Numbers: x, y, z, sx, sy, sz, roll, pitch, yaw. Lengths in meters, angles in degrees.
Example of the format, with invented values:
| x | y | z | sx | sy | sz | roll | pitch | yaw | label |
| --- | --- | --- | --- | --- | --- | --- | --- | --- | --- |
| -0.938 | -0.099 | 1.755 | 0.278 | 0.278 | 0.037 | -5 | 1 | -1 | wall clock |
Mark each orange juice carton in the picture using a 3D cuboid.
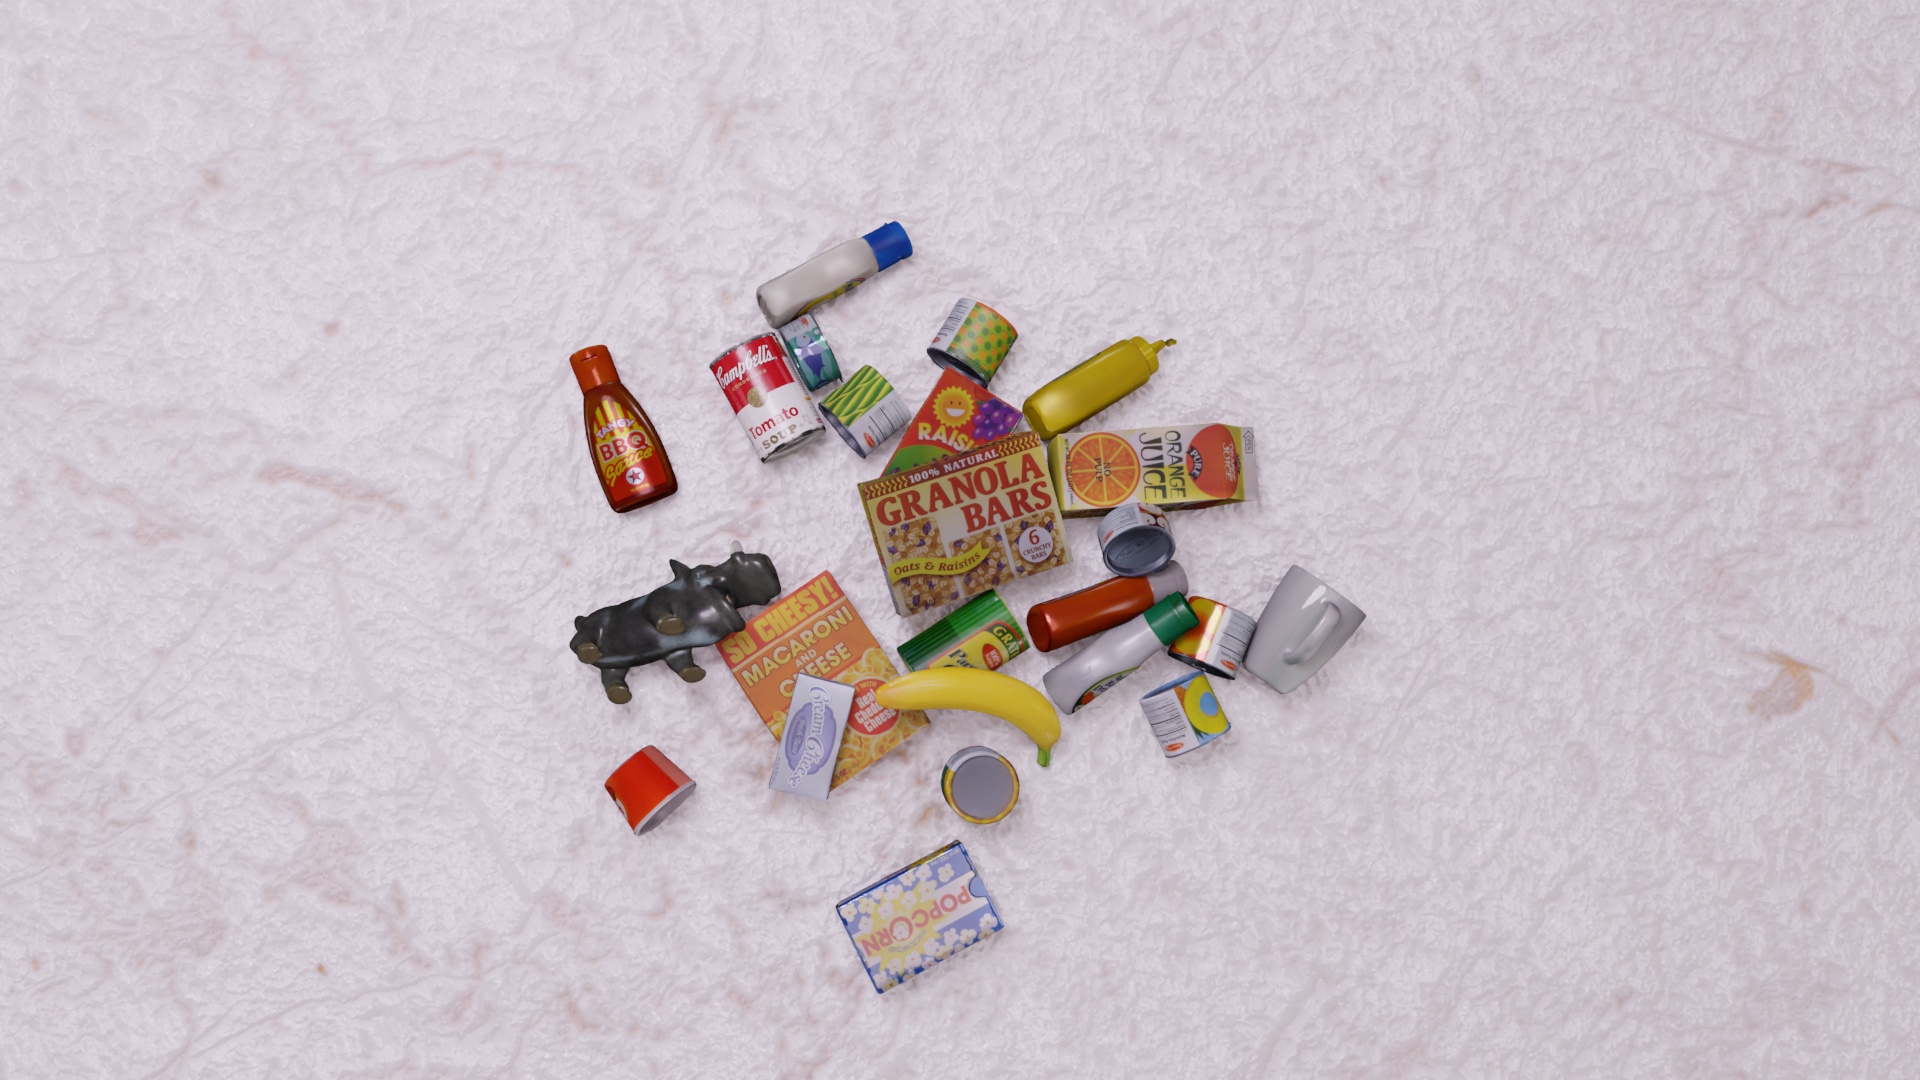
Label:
| x | y | z | sx | sy | sz | roll | pitch | yaw | label |
| --- | --- | --- | --- | --- | --- | --- | --- | --- | --- |
| 0.181 | -0.064 | 1.283 | 0.193 | 0.073 | 0.072 | -4 | 84 | -6 | orange juice carton |

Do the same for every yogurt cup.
| x | y | z | sx | sy | sz | roll | pitch | yaw | label |
| --- | --- | --- | --- | --- | --- | --- | --- | --- | --- |
| -0.274 | 0.217 | 1.218 | 0.072 | 0.072 | 0.054 | -42 | 82 | -7 | yogurt cup |

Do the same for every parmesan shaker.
| x | y | z | sx | sy | sz | roll | pitch | yaw | label |
| --- | --- | --- | --- | --- | --- | --- | --- | --- | --- |
| 0.003 | 0.099 | 1.256 | 0.103 | 0.071 | 0.071 | -33 | 88 | -7 | parmesan shaker |

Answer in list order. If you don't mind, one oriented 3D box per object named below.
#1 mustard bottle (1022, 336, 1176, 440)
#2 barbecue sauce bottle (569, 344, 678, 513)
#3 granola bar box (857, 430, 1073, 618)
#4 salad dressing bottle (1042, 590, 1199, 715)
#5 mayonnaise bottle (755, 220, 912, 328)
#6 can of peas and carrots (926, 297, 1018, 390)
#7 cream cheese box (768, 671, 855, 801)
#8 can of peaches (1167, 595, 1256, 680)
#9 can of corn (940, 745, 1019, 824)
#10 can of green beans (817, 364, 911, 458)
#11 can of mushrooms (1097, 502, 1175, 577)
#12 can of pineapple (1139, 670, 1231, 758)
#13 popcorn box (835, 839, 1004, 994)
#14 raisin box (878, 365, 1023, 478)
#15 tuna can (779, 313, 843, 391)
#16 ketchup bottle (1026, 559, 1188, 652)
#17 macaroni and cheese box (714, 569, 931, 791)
| x | y | z | sx | sy | sz | roll | pitch | yaw | label |
| --- | --- | --- | --- | --- | --- | --- | --- | --- | --- |
| 0.134 | -0.150 | 1.295 | 0.160 | 0.065 | 0.049 | -32 | 90 | -13 | mustard bottle |
| -0.310 | -0.103 | 1.256 | 0.065 | 0.043 | 0.148 | -22 | 86 | -6 | barbecue sauce bottle |
| 0.004 | -0.016 | 1.241 | 0.166 | 0.039 | 0.124 | -18 | 99 | -13 | granola bar box |
| 0.145 | 0.101 | 1.254 | 0.147 | 0.064 | 0.044 | -35 | 73 | 11 | salad dressing bottle |
| -0.116 | -0.247 | 1.281 | 0.148 | 0.064 | 0.041 | -30 | 91 | -11 | mayonnaise bottle |
| 0.013 | -0.181 | 1.284 | 0.071 | 0.071 | 0.059 | 31 | 82 | -2 | can of peas and carrots |
| -0.129 | 0.172 | 1.215 | 0.053 | 0.024 | 0.104 | 14 | 85 | -5 | cream cheese box |
| 0.230 | 0.089 | 1.277 | 0.071 | 0.071 | 0.058 | 24 | 83 | -3 | can of peaches |
| 0.018 | 0.222 | 1.247 | 0.071 | 0.058 | 0.071 | 0 | 85 | -5 | can of corn |
| -0.087 | -0.118 | 1.267 | 0.058 | 0.071 | 0.071 | -41 | 89 | -8 | can of green beans |
| 0.159 | 0.000 | 1.249 | 0.071 | 0.070 | 0.033 | -5 | 46 | -6 | can of mushrooms |
| 0.205 | 0.158 | 1.268 | 0.071 | 0.071 | 0.058 | -25 | 87 | -7 | can of pineapple |
| -0.037 | 0.335 | 1.240 | 0.127 | 0.038 | 0.085 | -27 | 86 | -7 | popcorn box |
| -0.009 | -0.086 | 1.285 | 0.086 | 0.040 | 0.123 | 31 | 82 | -1 | raisin box |
| -0.136 | -0.169 | 1.269 | 0.033 | 0.071 | 0.071 | -28 | 88 | -6 | tuna can |
| 0.137 | 0.058 | 1.274 | 0.149 | 0.064 | 0.043 | -19 | 76 | -16 | ketchup bottle |
| -0.124 | 0.129 | 1.252 | 0.124 | 0.040 | 0.166 | -34 | 89 | -7 | macaroni and cheese box |
